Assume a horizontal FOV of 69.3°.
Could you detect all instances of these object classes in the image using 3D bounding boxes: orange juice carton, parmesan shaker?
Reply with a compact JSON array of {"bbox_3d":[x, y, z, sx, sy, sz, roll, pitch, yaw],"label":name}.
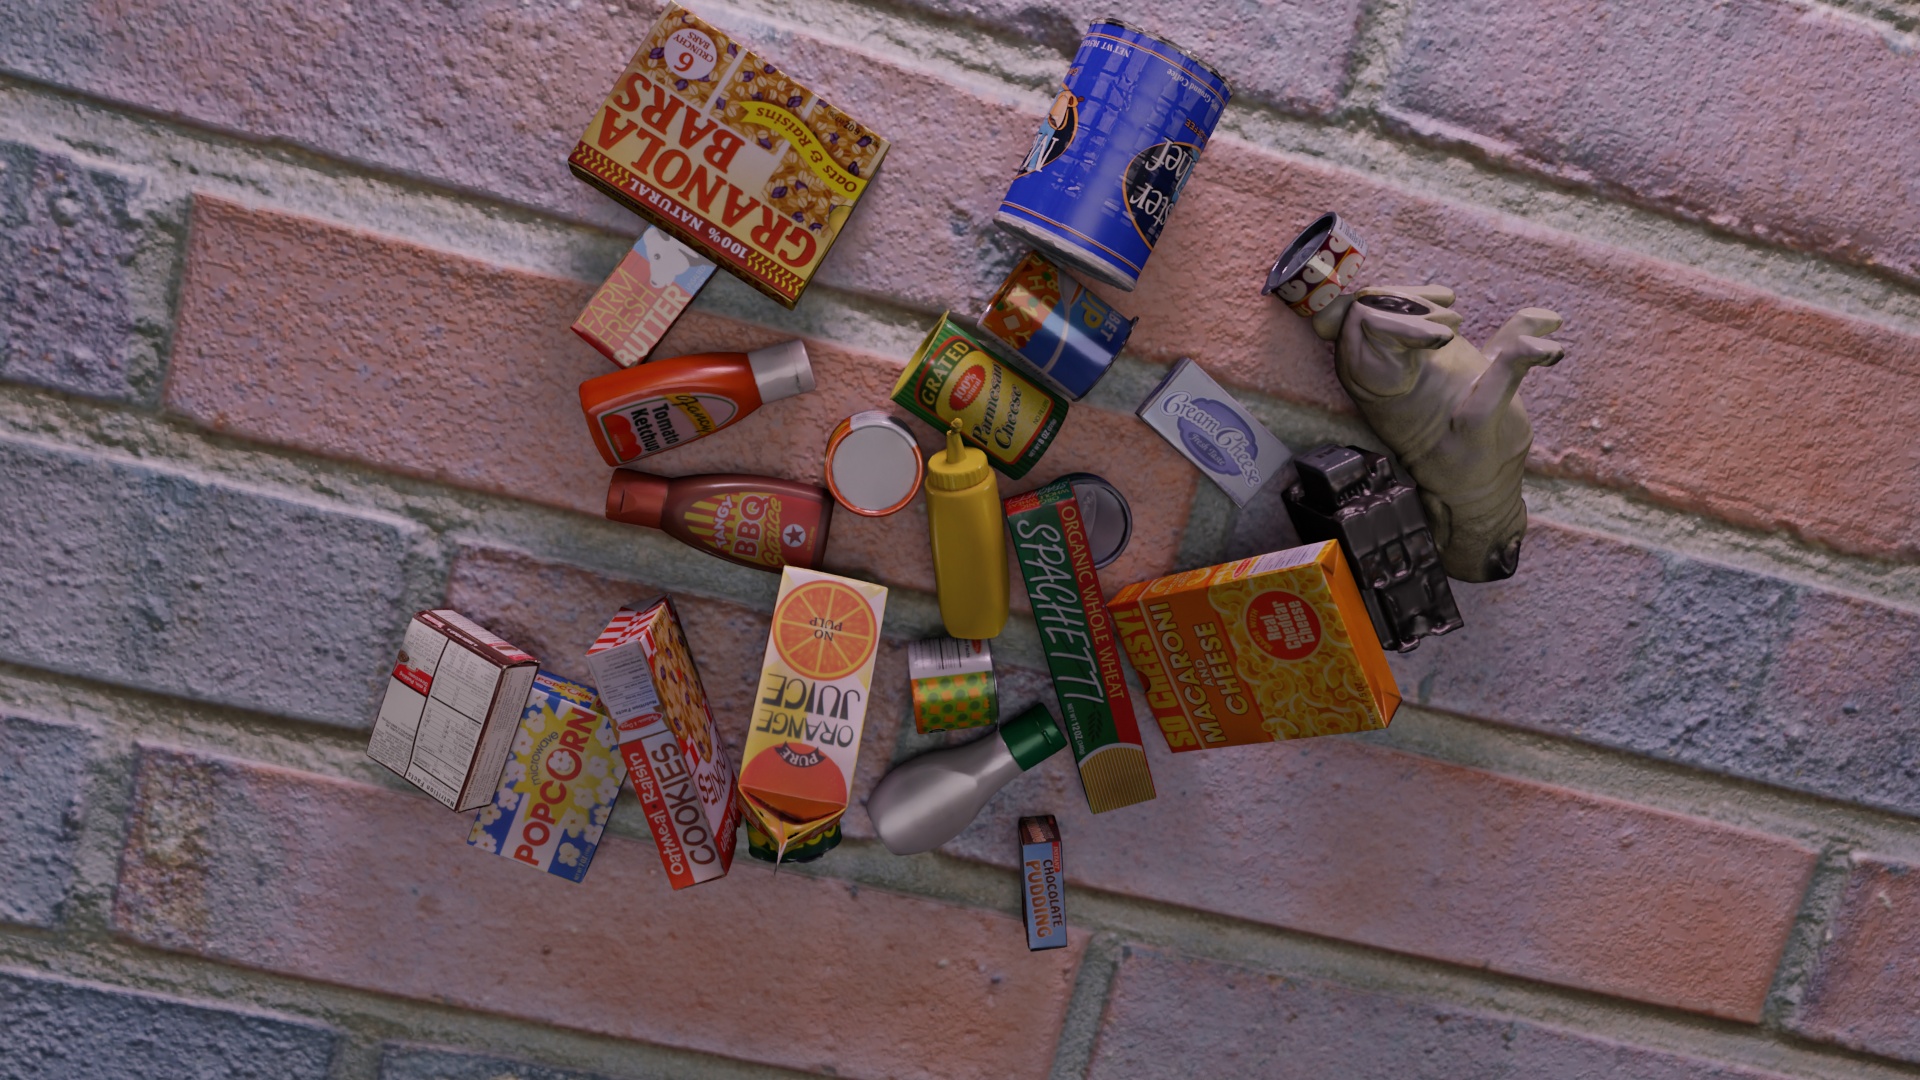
[{"bbox_3d":[-0.102,0.122,0.917,0.073,0.071,0.193,12,68,-6],"label":"orange juice carton"},{"bbox_3d":[0.015,-0.097,0.932,0.103,0.071,0.071,33,97,-10],"label":"parmesan shaker"}]

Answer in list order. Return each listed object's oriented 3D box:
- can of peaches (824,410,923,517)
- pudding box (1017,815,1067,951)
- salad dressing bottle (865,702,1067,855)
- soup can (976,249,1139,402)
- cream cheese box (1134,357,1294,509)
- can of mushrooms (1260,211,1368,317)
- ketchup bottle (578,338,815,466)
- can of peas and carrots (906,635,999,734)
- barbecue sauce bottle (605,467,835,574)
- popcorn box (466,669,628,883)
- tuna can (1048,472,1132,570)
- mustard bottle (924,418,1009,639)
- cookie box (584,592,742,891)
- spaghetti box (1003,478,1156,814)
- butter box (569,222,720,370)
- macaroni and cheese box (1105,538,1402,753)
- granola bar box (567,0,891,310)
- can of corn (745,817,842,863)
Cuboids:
[{"bbox_3d":[-0.059,-0.050,0.939,0.071,0.058,0.071,-1,101,-5],"label":"can of peaches"},{"bbox_3d":[0.059,0.249,1.010,0.030,0.050,0.083,-4,101,-2],"label":"pudding box"},{"bbox_3d":[0.005,0.169,0.994,0.148,0.044,0.064,-31,100,1],"label":"salad dressing bottle"},{"bbox_3d":[0.064,-0.145,0.925,0.084,0.071,0.071,36,97,-10],"label":"soup can"},{"bbox_3d":[0.177,-0.075,0.970,0.104,0.024,0.053,40,95,-11],"label":"cream cheese box"},{"bbox_3d":[0.238,-0.183,0.933,0.033,0.071,0.071,38,96,-12],"label":"can of mushrooms"},{"bbox_3d":[-0.172,-0.097,0.923,0.149,0.044,0.064,-18,142,-7],"label":"ketchup bottle"},{"bbox_3d":[-0.005,0.102,0.969,0.059,0.071,0.070,-7,102,-2],"label":"can of peas and carrots"},{"bbox_3d":[-0.163,-0.018,0.944,0.149,0.044,0.064,11,102,-6],"label":"barbecue sauce bottle"},{"bbox_3d":[-0.281,0.166,0.973,0.085,0.038,0.126,22,98,-7],"label":"popcorn box"},{"bbox_3d":[0.082,-0.014,0.969,0.071,0.033,0.071,-1,101,-4],"label":"tuna can"},{"bbox_3d":[0.003,-0.012,0.929,0.049,0.065,0.159,-2,121,10],"label":"mustard bottle"},{"bbox_3d":[-0.192,0.131,0.930,0.040,0.123,0.167,-17,102,0],"label":"cookie box"},{"bbox_3d":[0.084,0.079,0.967,0.050,0.029,0.249,-16,112,3],"label":"spaghetti box"},{"bbox_3d":[-0.207,-0.165,0.922,0.053,0.024,0.103,38,95,-10],"label":"butter box"},{"bbox_3d":[0.196,0.076,0.944,0.166,0.040,0.123,-15,105,39],"label":"macaroni and cheese box"},{"bbox_3d":[-0.146,-0.245,0.890,0.165,0.039,0.124,31,84,-10],"label":"granola bar box"},{"bbox_3d":[-0.118,0.186,0.973,0.071,0.071,0.058,-7,101,-3],"label":"can of corn"}]
